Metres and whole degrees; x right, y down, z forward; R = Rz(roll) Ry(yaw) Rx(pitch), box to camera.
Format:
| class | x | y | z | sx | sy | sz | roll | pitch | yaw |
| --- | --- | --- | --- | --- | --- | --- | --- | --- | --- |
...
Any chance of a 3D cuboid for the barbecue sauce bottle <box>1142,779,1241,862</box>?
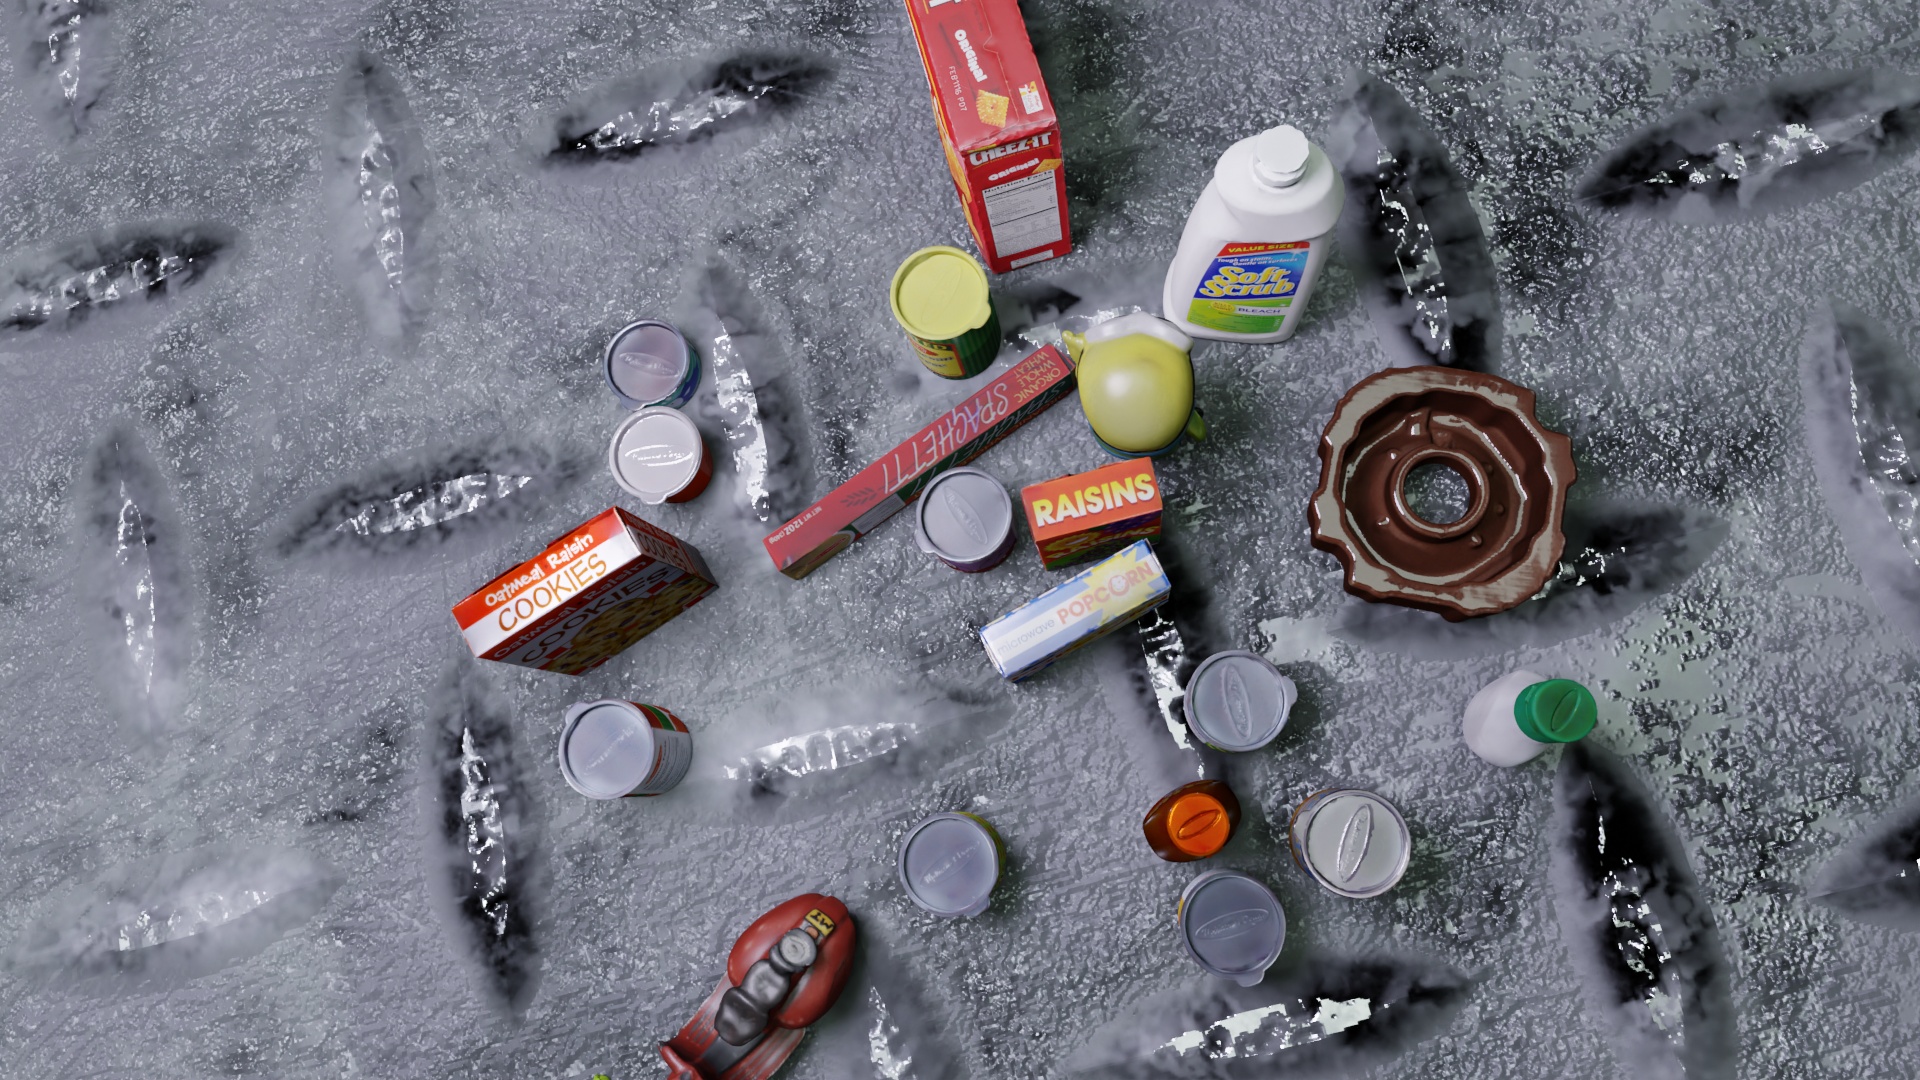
| class | x | y | z | sx | sy | sz | roll | pitch | yaw |
| --- | --- | --- | --- | --- | --- | --- | --- | --- | --- |
| barbecue sauce bottle | 0.147 | 0.176 | 0.871 | 0.065 | 0.148 | 0.044 | -31 | 78 | 1 |

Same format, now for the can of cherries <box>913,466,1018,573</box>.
| class | x | y | z | sx | sy | sz | roll | pitch | yaw |
| --- | --- | --- | --- | --- | --- | --- | --- | --- | --- |
| can of cherries | 0.003 | -0.012 | 0.969 | 0.071 | 0.058 | 0.071 | -1 | 80 | 7 |

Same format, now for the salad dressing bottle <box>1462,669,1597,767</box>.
| class | x | y | z | sx | sy | sz | roll | pitch | yaw |
| --- | --- | --- | --- | --- | --- | --- | --- | --- | --- |
| salad dressing bottle | 0.351 | 0.109 | 0.859 | 0.044 | 0.147 | 0.064 | 32 | 86 | 11 |

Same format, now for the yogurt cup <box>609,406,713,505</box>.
| class | x | y | z | sx | sy | sz | roll | pitch | yaw |
| --- | --- | --- | --- | --- | --- | --- | --- | --- | --- |
| yogurt cup | -0.213 | -0.058 | 1.007 | 0.072 | 0.054 | 0.072 | -1 | 80 | 7 |

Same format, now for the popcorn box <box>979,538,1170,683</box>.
| class | x | y | z | sx | sy | sz | roll | pitch | yaw |
| --- | --- | --- | --- | --- | --- | --- | --- | --- | --- |
| popcorn box | 0.078 | 0.050 | 0.935 | 0.127 | 0.085 | 0.038 | -29 | 78 | 1 |

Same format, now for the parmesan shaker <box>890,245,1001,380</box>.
| class | x | y | z | sx | sy | sz | roll | pitch | yaw |
| --- | --- | --- | --- | --- | --- | --- | --- | --- | --- |
| parmesan shaker | -0.006 | -0.155 | 0.974 | 0.071 | 0.103 | 0.071 | -1 | 80 | 7 |

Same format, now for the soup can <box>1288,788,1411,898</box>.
| class | x | y | z | sx | sy | sz | roll | pitch | yaw |
| --- | --- | --- | --- | --- | --- | --- | --- | --- | --- |
| soup can | 0.245 | 0.191 | 0.890 | 0.071 | 0.083 | 0.071 | -1 | 80 | 7 |

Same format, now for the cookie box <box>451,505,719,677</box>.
| class | x | y | z | sx | sy | sz | roll | pitch | yaw |
| --- | --- | --- | --- | --- | --- | --- | --- | --- | --- |
| cookie box | -0.246 | 0.038 | 0.935 | 0.123 | 0.167 | 0.040 | -33 | 78 | 1 |

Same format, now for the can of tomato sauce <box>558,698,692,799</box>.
| class | x | y | z | sx | sy | sz | roll | pitch | yaw |
| --- | --- | --- | --- | --- | --- | --- | --- | --- | --- |
| can of tomato sauce | -0.231 | 0.143 | 0.957 | 0.071 | 0.083 | 0.071 | -1 | 80 | 7 |

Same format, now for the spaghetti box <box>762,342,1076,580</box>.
| class | x | y | z | sx | sy | sz | roll | pitch | yaw |
| --- | --- | --- | --- | --- | --- | --- | --- | --- | --- |
| spaghetti box | -0.027 | -0.055 | 0.985 | 0.250 | 0.050 | 0.029 | -35 | 78 | 0 |

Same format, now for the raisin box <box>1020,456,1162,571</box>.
| class | x | y | z | sx | sy | sz | roll | pitch | yaw |
| --- | --- | --- | --- | --- | --- | --- | --- | --- | --- |
| raisin box | 0.090 | -0.016 | 0.926 | 0.086 | 0.123 | 0.040 | -14 | 79 | 5 |

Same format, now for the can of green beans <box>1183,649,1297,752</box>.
| class | x | y | z | sx | sy | sz | roll | pitch | yaw |
| --- | --- | --- | --- | --- | --- | --- | --- | --- | --- |
| can of green beans | 0.183 | 0.108 | 0.926 | 0.071 | 0.057 | 0.071 | -1 | 80 | 7 |

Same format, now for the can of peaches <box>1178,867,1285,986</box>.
| class | x | y | z | sx | sy | sz | roll | pitch | yaw |
| --- | --- | --- | --- | --- | --- | --- | --- | --- | --- |
| can of peaches | 0.175 | 0.249 | 0.901 | 0.071 | 0.058 | 0.071 | -1 | 80 | 7 |

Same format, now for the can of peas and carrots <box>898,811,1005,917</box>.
| class | x | y | z | sx | sy | sz | roll | pitch | yaw |
| --- | --- | --- | --- | --- | --- | --- | --- | --- | --- |
| can of peas and carrots | -0.003 | 0.217 | 0.928 | 0.071 | 0.058 | 0.071 | -1 | 80 | 7 |

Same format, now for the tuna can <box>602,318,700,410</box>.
| class | x | y | z | sx | sy | sz | roll | pitch | yaw |
| --- | --- | --- | --- | --- | --- | --- | --- | --- | --- |
| tuna can | -0.229 | -0.126 | 1.032 | 0.071 | 0.033 | 0.071 | -1 | 80 | 7 |
